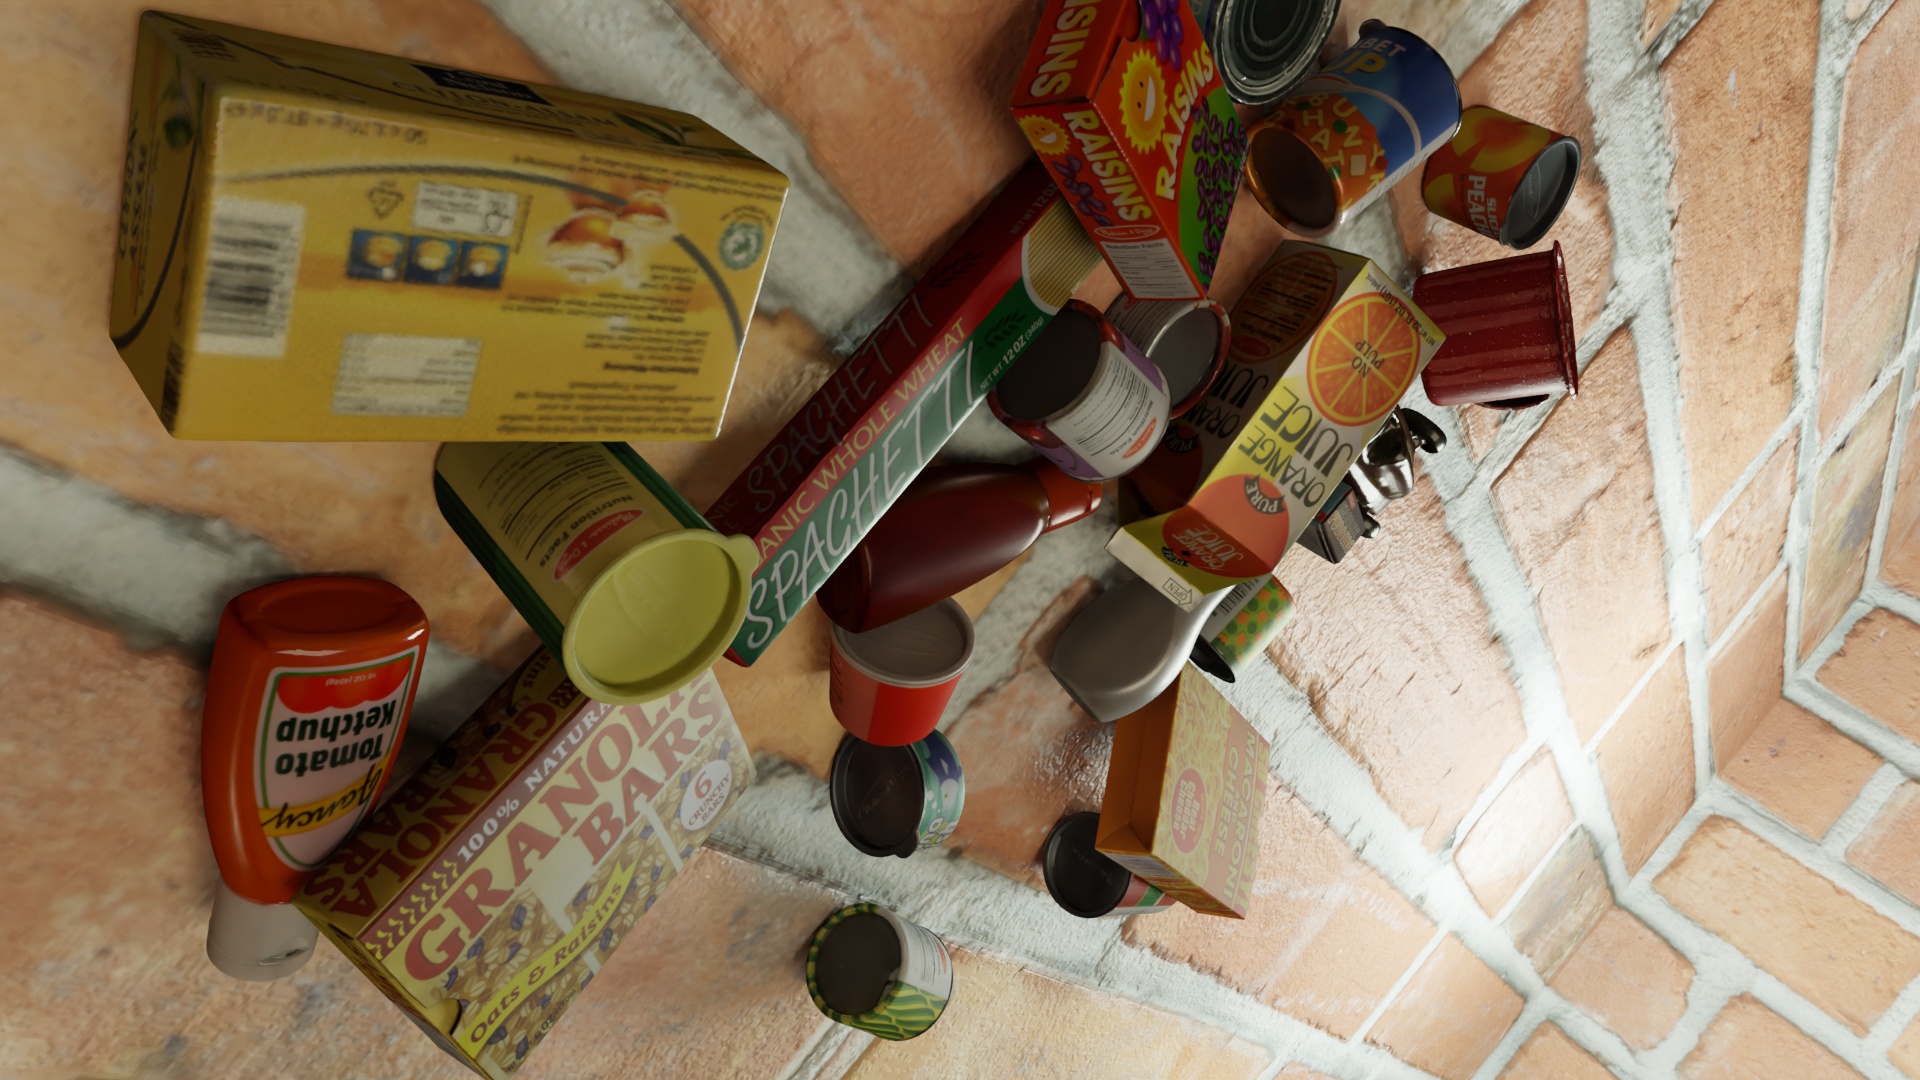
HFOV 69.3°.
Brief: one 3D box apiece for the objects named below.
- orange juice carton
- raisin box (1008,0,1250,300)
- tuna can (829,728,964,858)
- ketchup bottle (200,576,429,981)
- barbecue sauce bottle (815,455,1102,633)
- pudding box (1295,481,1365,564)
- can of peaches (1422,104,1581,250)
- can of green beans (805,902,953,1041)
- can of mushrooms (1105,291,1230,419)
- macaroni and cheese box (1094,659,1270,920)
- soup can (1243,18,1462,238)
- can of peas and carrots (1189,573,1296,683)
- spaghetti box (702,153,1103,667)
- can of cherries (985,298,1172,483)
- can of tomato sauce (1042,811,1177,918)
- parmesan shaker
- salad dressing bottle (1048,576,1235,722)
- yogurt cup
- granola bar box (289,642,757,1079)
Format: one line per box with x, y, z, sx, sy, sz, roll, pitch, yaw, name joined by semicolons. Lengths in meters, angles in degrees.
0.154;-0.055;0.724;0.071;0.073;0.192;34;93;-30;orange juice carton
0.073;-0.166;0.560;0.123;0.040;0.086;45;58;-49;raisin box
-0.031;0.127;0.701;0.033;0.071;0.071;6;115;-49;tuna can
-0.231;0.085;0.482;0.065;0.043;0.148;-7;125;-50;ketchup bottle
0.002;-0.008;0.647;0.149;0.044;0.064;-20;129;-35;barbecue sauce bottle
0.184;-0.026;0.787;0.030;0.084;0.049;-49;142;-7;pudding box
0.304;-0.204;0.786;0.071;0.058;0.070;-27;138;-28;can of peaches
-0.046;0.244;0.786;0.071;0.071;0.057;-48;142;-4;can of green beans
0.101;-0.094;0.687;0.071;0.033;0.070;-27;136;-29;can of mushrooms
0.146;0.160;0.880;0.166;0.040;0.124;42;55;-49;macaroni and cheese box
0.184;-0.196;0.664;0.084;0.071;0.071;-39;141;-15;soup can
0.158;0.043;0.832;0.059;0.071;0.070;-46;143;-8;can of peas and carrots
-0.024;-0.057;0.561;0.251;0.029;0.050;-50;143;-16;spaghetti box
0.051;-0.068;0.629;0.071;0.071;0.058;-54;137;3;can of cherries
0.105;0.212;0.916;0.083;0.071;0.071;17;107;-52;can of tomato sauce
-0.124;-0.002;0.471;0.071;0.103;0.071;-27;137;-28;parmesan shaker
0.117;0.037;0.782;0.148;0.064;0.044;-42;146;-7;salad dressing bottle
-0.031;0.059;0.652;0.073;0.072;0.053;-20;141;-35;yogurt cup
-0.157;0.112;0.545;0.166;0.039;0.123;-51;147;-31;granola bar box
